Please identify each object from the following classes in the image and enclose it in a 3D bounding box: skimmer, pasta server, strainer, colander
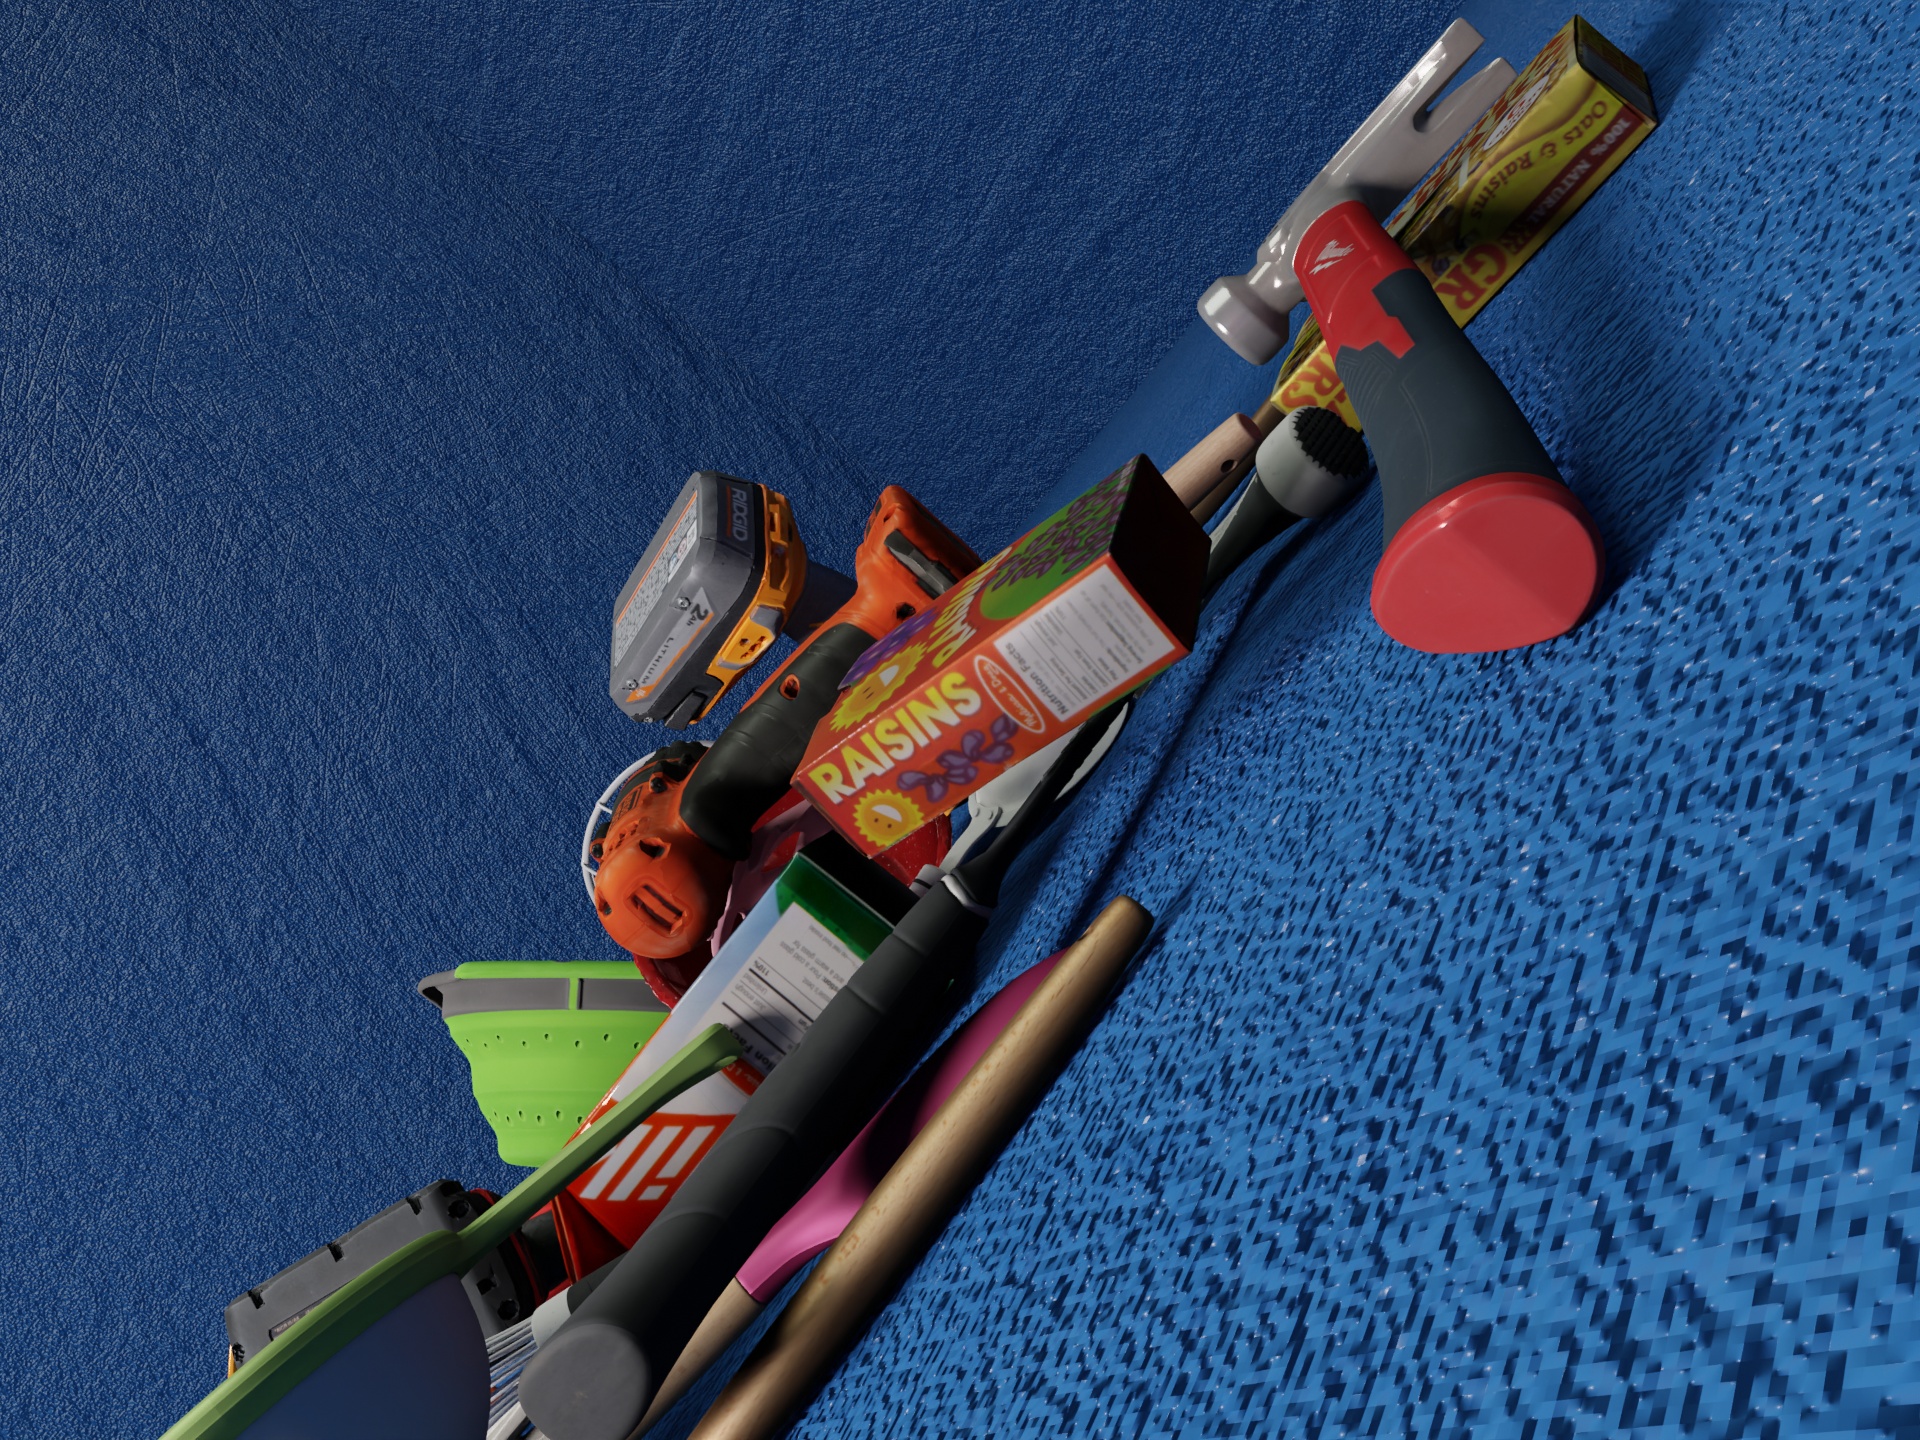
[{"bbox_3d":[-0.169,0.131,1.025,0.127,0.090,0.363,-23,-21,-18],"label":"skimmer"},{"bbox_3d":[-0.001,-0.002,0.608,0.316,0.060,0.040,-42,51,31],"label":"pasta server"},{"bbox_3d":[-0.006,0.061,0.664,0.258,0.050,0.087,-56,24,-15],"label":"strainer"},{"bbox_3d":[-0.149,0.194,0.478,0.256,0.069,0.151,-38,-10,-30],"label":"strainer"},{"bbox_3d":[-0.180,0.209,0.913,0.397,0.204,0.094,84,-174,-74],"label":"colander"}]

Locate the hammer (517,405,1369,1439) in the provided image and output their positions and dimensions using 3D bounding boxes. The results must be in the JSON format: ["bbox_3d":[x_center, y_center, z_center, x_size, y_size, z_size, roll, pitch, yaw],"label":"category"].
[{"bbox_3d":[0.008,0.045,0.501,0.409,0.036,0.149,-49,0,-39],"label":"hammer"}]

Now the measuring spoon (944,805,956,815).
[{"bbox_3d":[-0.002,0.022,0.559,0.021,0.011,0.117,-50,0,-1],"label":"measuring spoon"}]

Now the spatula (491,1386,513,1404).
[{"bbox_3d":[-0.197,0.297,0.731,0.081,0.041,0.322,-22,-18,-47],"label":"spatula"}]

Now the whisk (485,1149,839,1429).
[{"bbox_3d":[-0.159,0.224,0.541,0.284,0.070,0.070,-34,6,5],"label":"whisk"}]

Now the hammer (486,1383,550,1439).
[{"bbox_3d":[-0.176,0.311,0.442,0.146,0.038,0.410,-51,5,-7],"label":"hammer"}]

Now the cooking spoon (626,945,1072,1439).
[{"bbox_3d":[-0.077,0.176,0.442,0.319,0.017,0.069,-45,4,-6],"label":"cooking spoon"}]

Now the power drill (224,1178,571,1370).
[{"bbox_3d":[-0.244,0.275,0.751,0.143,0.079,0.219,-30,-12,-6],"label":"power drill"}]

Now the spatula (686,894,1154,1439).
[{"bbox_3d":[-0.060,0.164,0.391,0.317,0.044,0.082,-51,2,-5],"label":"spatula"}]

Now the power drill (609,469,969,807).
[{"bbox_3d":[-0.058,-0.023,0.811,0.164,0.226,0.084,-50,34,36],"label":"power drill"}]

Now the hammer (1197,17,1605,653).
[{"bbox_3d":[0.134,-0.125,0.461,0.143,0.038,0.387,-47,13,24],"label":"hammer"}]

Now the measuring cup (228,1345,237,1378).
[{"bbox_3d":[-0.325,0.376,0.775,0.095,0.052,0.173,128,139,-90],"label":"measuring cup"}]

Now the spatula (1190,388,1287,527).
[{"bbox_3d":[0.207,-0.213,0.847,0.316,0.018,0.060,-52,3,-12],"label":"spatula"}]
